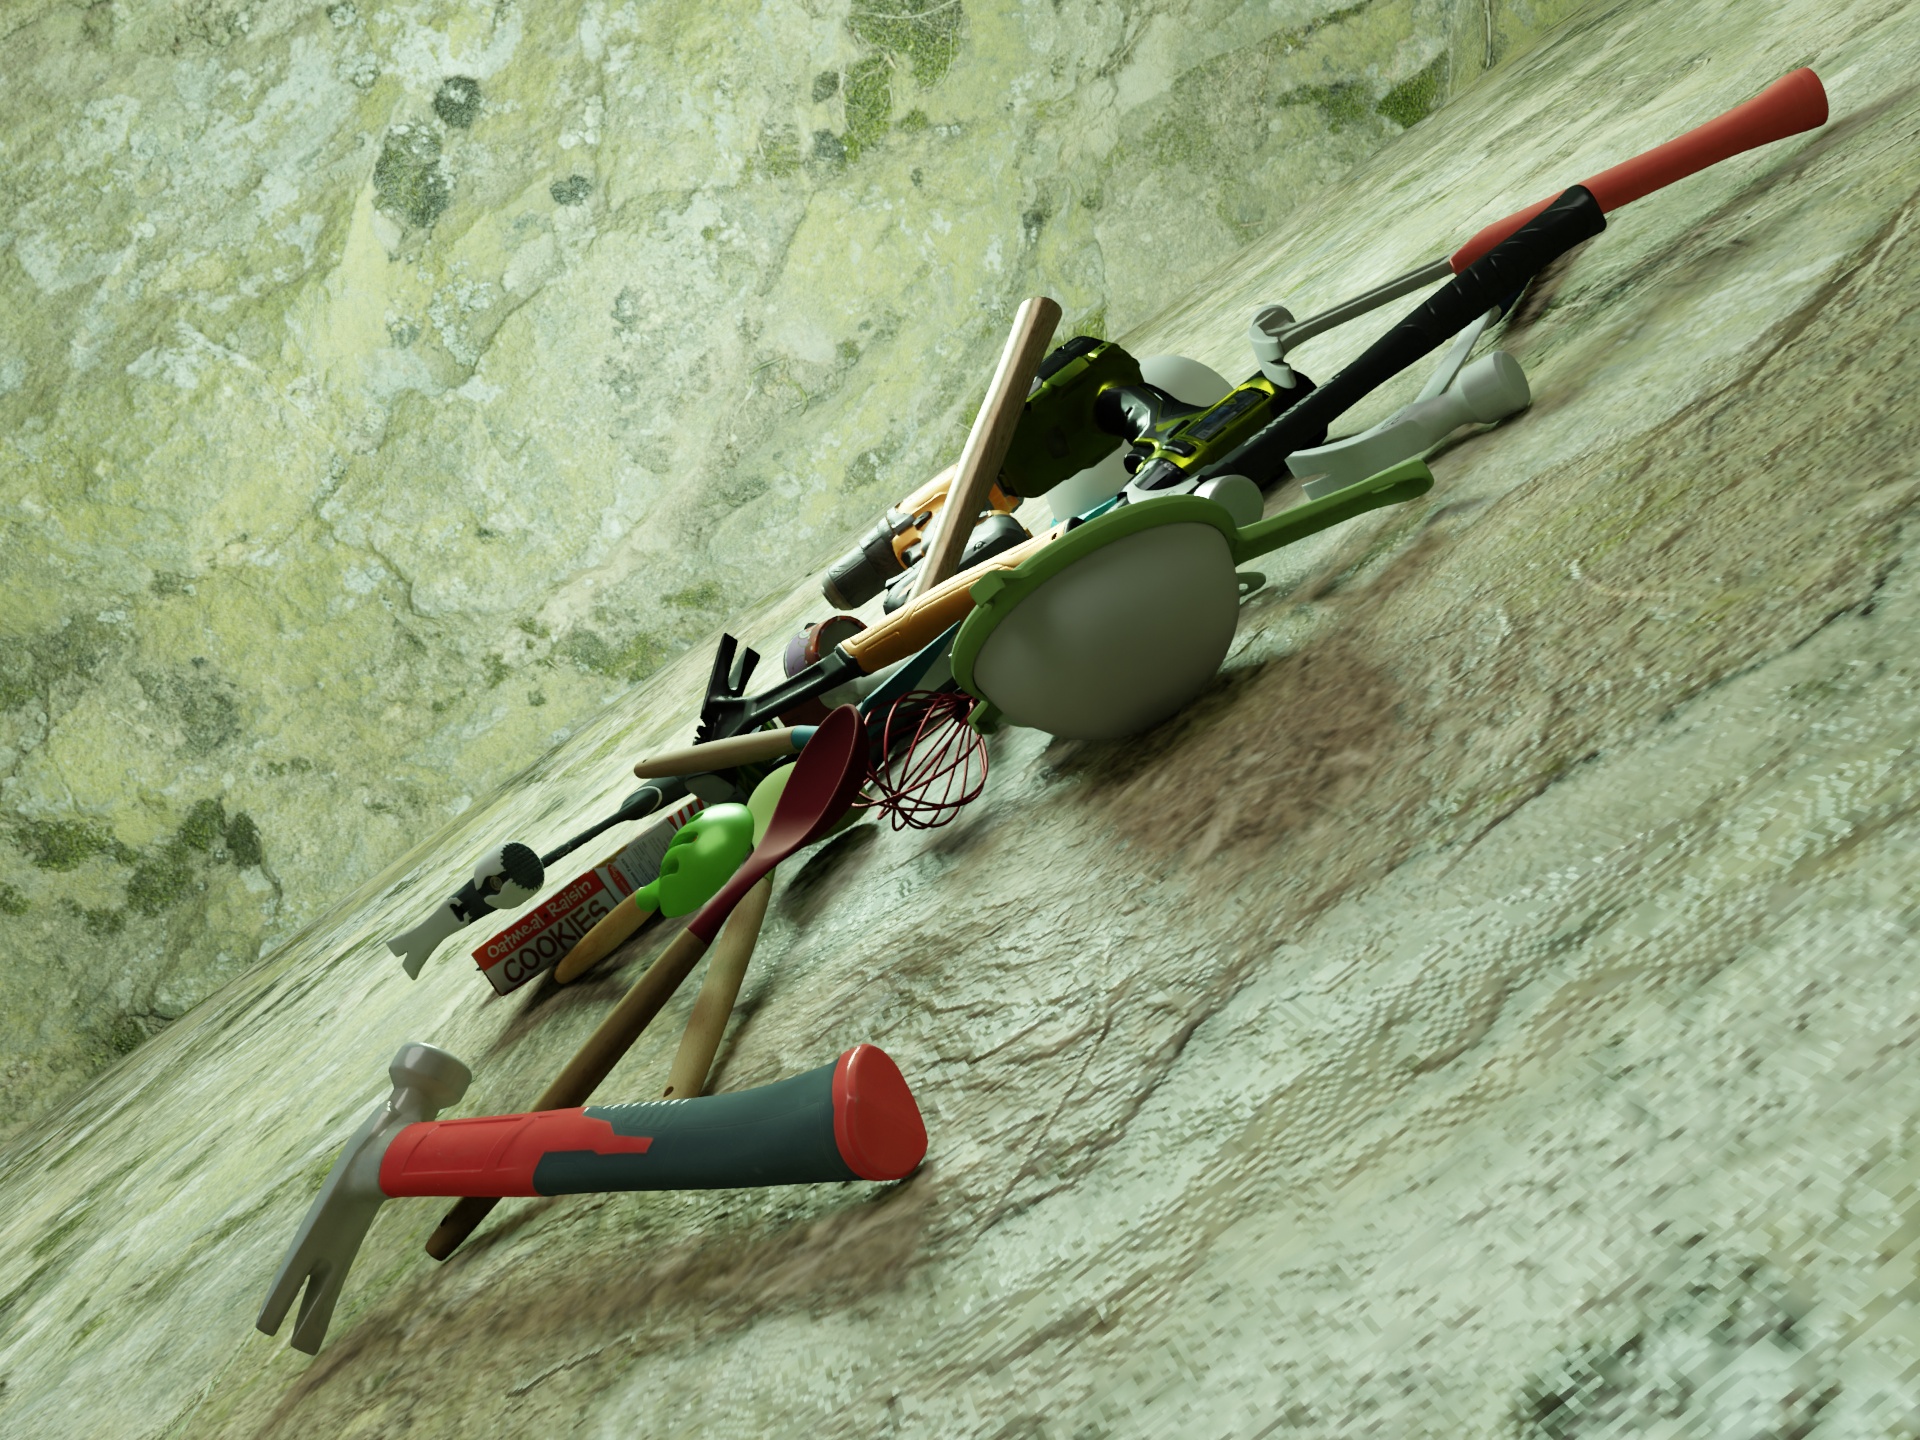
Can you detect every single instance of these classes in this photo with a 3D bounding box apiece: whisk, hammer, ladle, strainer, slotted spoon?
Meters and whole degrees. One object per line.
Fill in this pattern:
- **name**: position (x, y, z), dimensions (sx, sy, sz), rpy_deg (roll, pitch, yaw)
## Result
- **whisk**: position (-0.001, -0.003, 0.912), dimensions (0.073, 0.073, 0.296), rpy_deg (-31, 6, 20)
- **hammer**: position (0.351, -0.303, 0.984), dimensions (0.359, 0.036, 0.149), rpy_deg (-23, 18, 13)
- **ladle**: position (-0.102, 0.109, 0.817), dimensions (0.078, 0.062, 0.320), rpy_deg (-30, 20, 18)
- **hammer**: position (-0.241, 0.069, 1.131), dimensions (0.149, 0.036, 0.409), rpy_deg (-34, 1, 28)
- **hammer**: position (-0.049, -0.052, 0.996), dimensions (0.337, 0.034, 0.127), rpy_deg (-24, 45, 37)
- **hammer**: position (0.324, -0.251, 1.014), dimensions (0.144, 0.035, 0.406), rpy_deg (-25, 16, 40)
- **hammer**: position (0.235, -0.202, 0.897), dimensions (0.335, 0.035, 0.146), rpy_deg (-37, 13, -11)
- **hammer**: position (0.007, -0.155, 1.084), dimensions (0.130, 0.031, 0.331), rpy_deg (-4, 57, 47)
- **hammer**: position (-0.159, 0.183, 0.625), dimensions (0.386, 0.038, 0.143), rpy_deg (-18, 41, 44)
- **ladle**: position (-0.141, 0.122, 0.747), dimensions (0.315, 0.031, 0.069), rpy_deg (-51, 21, -10)
- **strainer**: position (0.108, -0.224, 1.364), dimensions (0.211, 0.095, 0.340), rpy_deg (-21, 18, 51)
- **slotted spoon**: position (-0.195, 0.115, 0.945), dimensions (0.313, 0.031, 0.070), rpy_deg (-38, 27, 54)
- **strainer**: position (0.123, -0.052, 0.749), dimensions (0.256, 0.069, 0.151), rpy_deg (-23, -23, -10)

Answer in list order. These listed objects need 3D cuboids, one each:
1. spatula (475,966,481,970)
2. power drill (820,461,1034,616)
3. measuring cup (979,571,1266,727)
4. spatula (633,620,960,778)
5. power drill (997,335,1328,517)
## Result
- **spatula**: position (-0.231, 0.107, 1.198), dimensions (0.316, 0.018, 0.059), rpy_deg (-32, -11, 9)
- **power drill**: position (-0.024, -0.119, 1.245), dimensions (0.185, 0.084, 0.226), rpy_deg (-34, 27, 8)
- **measuring cup**: position (0.086, -0.041, 0.841), dimensions (0.167, 0.083, 0.038), rpy_deg (-16, 53, 3)
- **spatula**: position (-0.116, 0.004, 0.962), dimensions (0.317, 0.044, 0.082), rpy_deg (-12, 24, 47)
- **power drill**: position (0.114, -0.186, 1.107), dimensions (0.190, 0.080, 0.229), rpy_deg (-38, 36, -15)
